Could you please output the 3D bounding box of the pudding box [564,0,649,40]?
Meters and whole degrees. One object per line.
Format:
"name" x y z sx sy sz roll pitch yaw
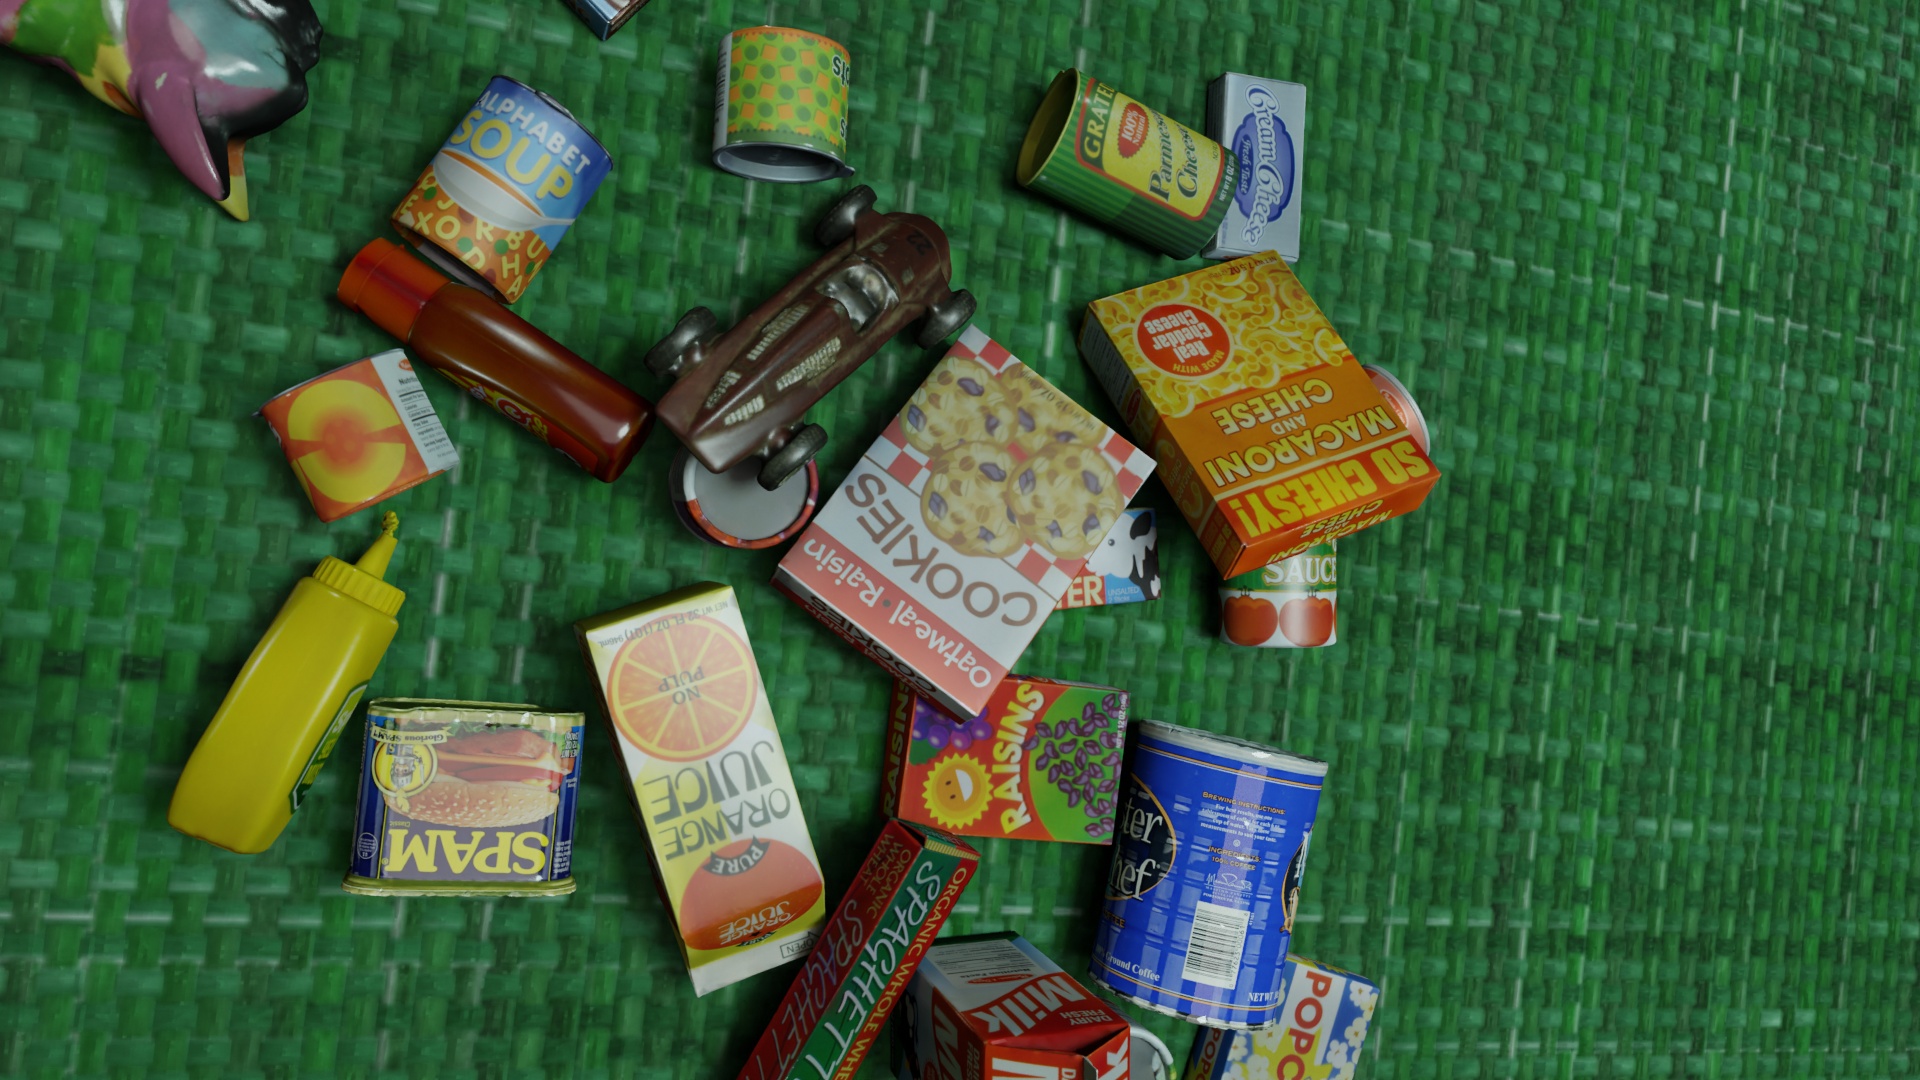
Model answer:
"pudding box" -0.185 -0.292 0.674 0.083 0.030 0.050 44 76 -14

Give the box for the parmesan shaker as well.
"parmesan shaker" 0.091 -0.204 0.752 0.103 0.071 0.071 21 84 -18

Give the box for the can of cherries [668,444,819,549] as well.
"can of cherries" -0.105 -0.028 0.687 0.071 0.058 0.071 0 90 -19

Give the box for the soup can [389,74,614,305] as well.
"soup can" -0.212 -0.162 0.643 0.071 0.071 0.084 35 80 -16

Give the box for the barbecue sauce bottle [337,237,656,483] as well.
"barbecue sauce bottle" -0.215 -0.085 0.649 0.148 0.064 0.044 34 77 -7

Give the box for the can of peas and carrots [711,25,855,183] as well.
"can of peas and carrots" -0.086 -0.215 0.689 0.071 0.071 0.058 3 89 -19

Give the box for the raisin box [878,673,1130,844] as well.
"raisin box" 0.023 0.114 0.743 0.123 0.040 0.086 8 88 -20

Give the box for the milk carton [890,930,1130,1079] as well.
"milk carton" 0.026 0.251 0.664 0.073 0.190 0.072 0 91 -19

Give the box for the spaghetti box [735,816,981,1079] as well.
"spaghetti box" -0.073 0.251 0.684 0.050 0.029 0.250 30 90 -48

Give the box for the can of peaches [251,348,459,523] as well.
"can of peaches" -0.272 -0.046 0.626 0.071 0.071 0.058 -28 100 -17

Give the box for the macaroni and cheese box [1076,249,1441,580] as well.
"macaroni and cheese box" 0.156 -0.071 0.744 0.124 0.040 0.167 -19 62 -18

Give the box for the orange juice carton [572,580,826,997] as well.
"orange juice carton" -0.122 0.121 0.674 0.072 0.073 0.192 -18 97 -19

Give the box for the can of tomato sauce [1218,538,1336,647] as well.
"can of tomato sauce" 0.179 0.016 0.780 0.071 0.071 0.083 -1 91 -19

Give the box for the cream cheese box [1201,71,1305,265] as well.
"cream cheese box" 0.169 -0.213 0.800 0.053 0.024 0.103 3 89 -20

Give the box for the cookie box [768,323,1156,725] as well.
"cookie box" 0.003 -0.009 0.710 0.123 0.040 0.168 37 71 -1

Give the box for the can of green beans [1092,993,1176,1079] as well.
"can of green beans" 0.075 0.286 0.751 0.071 0.058 0.071 0 91 -19

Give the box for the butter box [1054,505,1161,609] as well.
"butter box" 0.058 0.011 0.762 0.104 0.024 0.053 -5 91 -19

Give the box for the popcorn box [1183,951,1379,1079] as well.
"popcorn box" 0.179 0.301 0.797 0.085 0.038 0.127 22 83 -18

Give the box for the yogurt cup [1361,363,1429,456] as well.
"yogurt cup" 0.228 -0.060 0.801 0.054 0.072 0.072 -30 100 -8

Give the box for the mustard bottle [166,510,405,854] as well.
"mustard bottle" -0.291 0.059 0.622 0.049 0.065 0.160 29 77 -13
